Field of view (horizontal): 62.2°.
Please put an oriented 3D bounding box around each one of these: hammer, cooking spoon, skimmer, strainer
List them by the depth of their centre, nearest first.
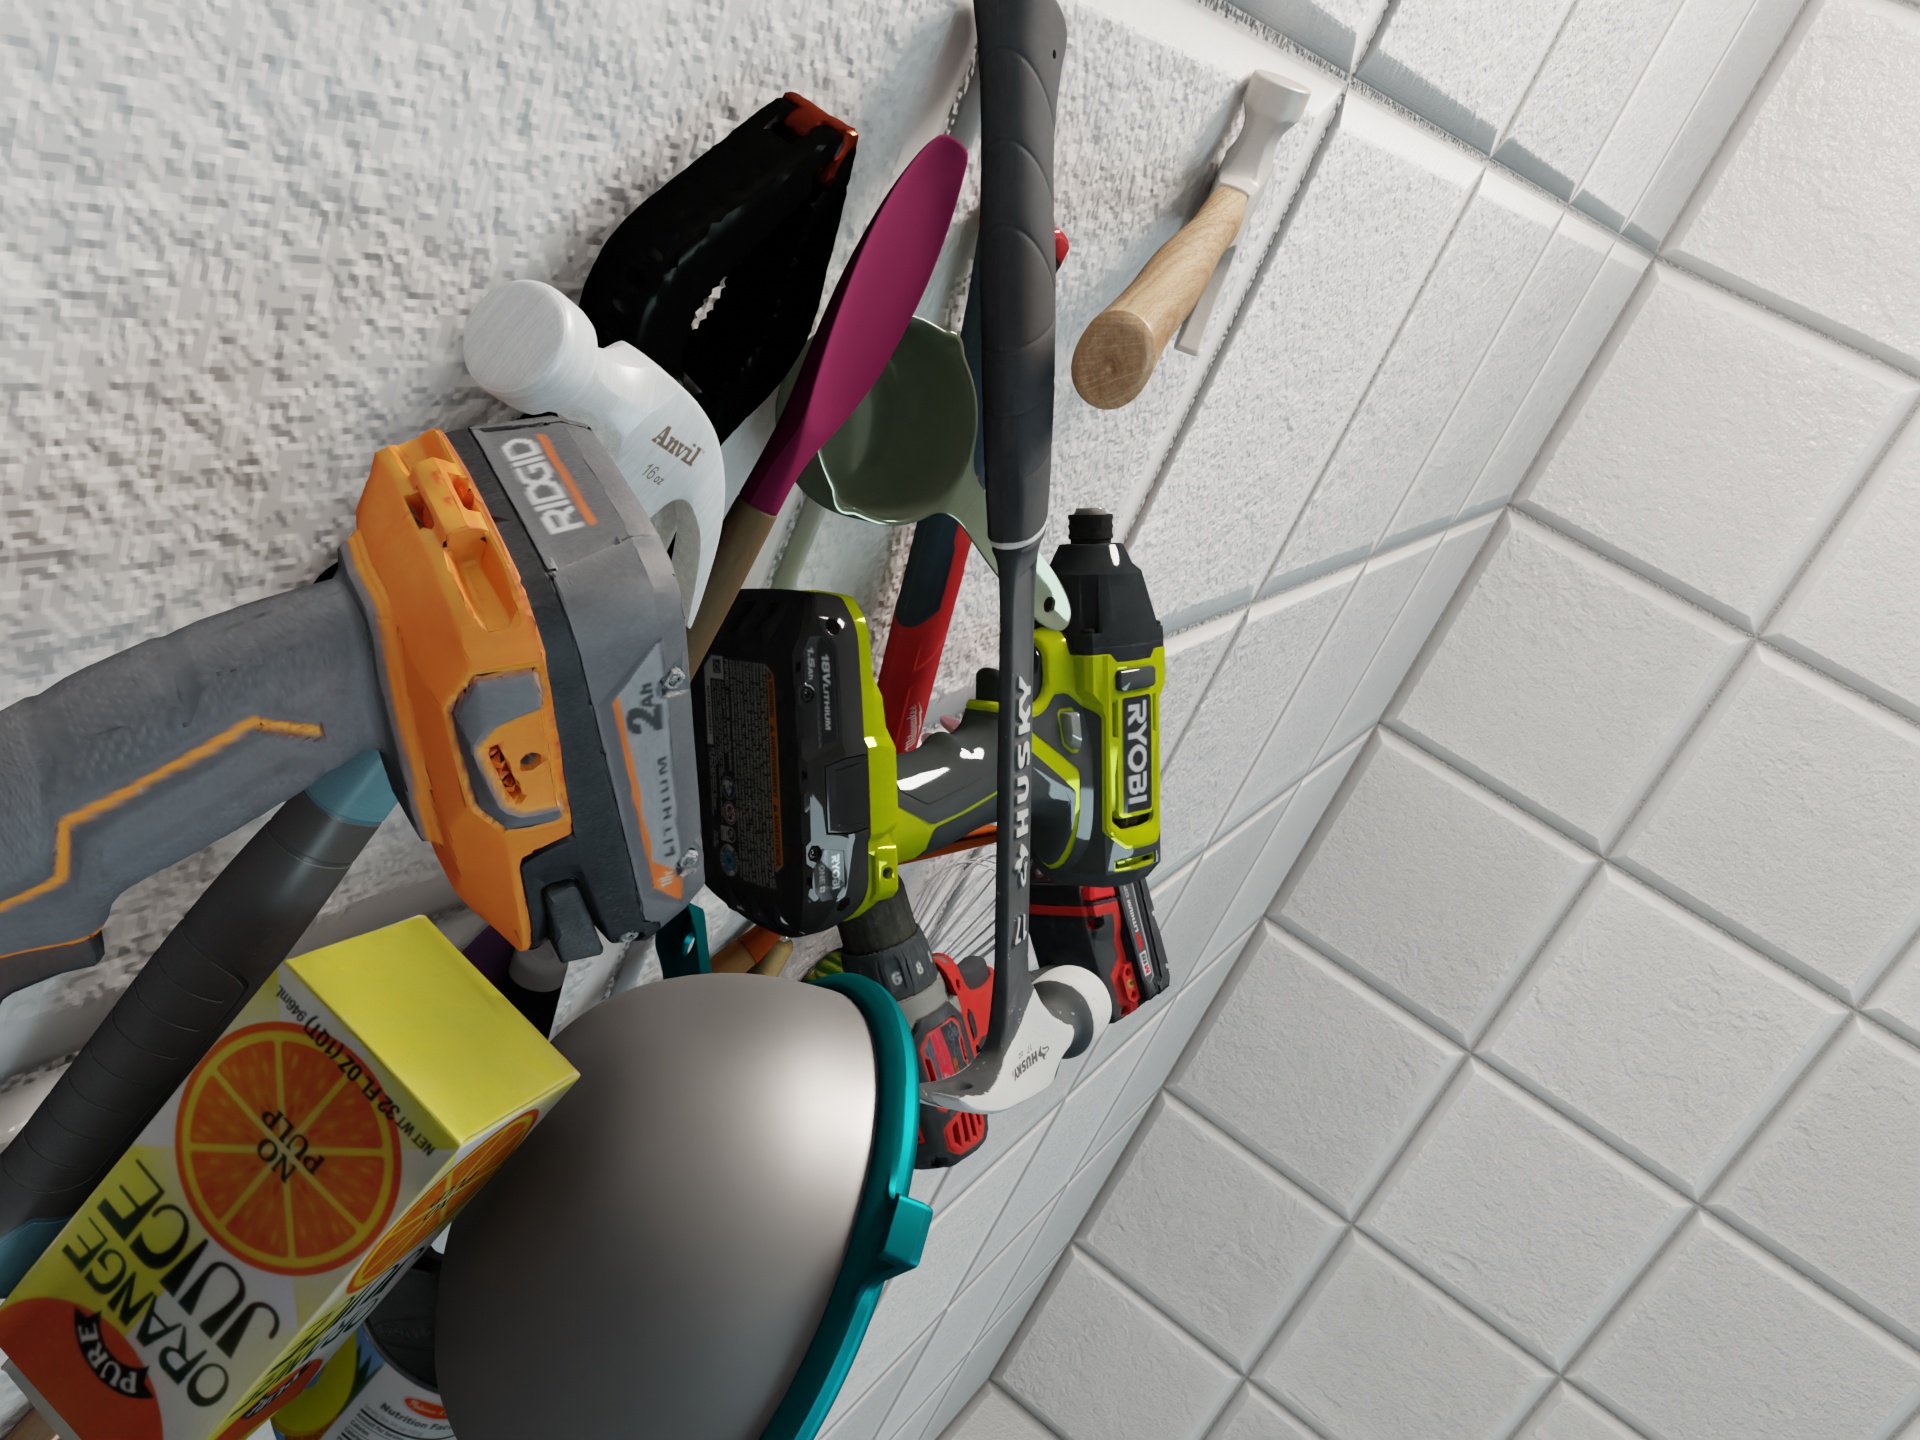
[{"bbox_3d":[-0.183,0.033,0.447,0.331,0.033,0.128,-50,161,5],"label":"hammer"},{"bbox_3d":[-0.081,-0.051,0.542,0.319,0.017,0.069,-59,170,14],"label":"cooking spoon"},{"bbox_3d":[-0.124,0.139,0.579,0.211,0.095,0.341,-54,-157,11],"label":"strainer"},{"bbox_3d":[0.018,-0.052,0.583,0.149,0.036,0.409,-20,112,-63],"label":"hammer"},{"bbox_3d":[0.096,-0.193,0.681,0.331,0.031,0.130,-58,171,-58],"label":"hammer"},{"bbox_3d":[-0.197,0.262,0.684,0.127,0.090,0.363,-26,140,-60],"label":"skimmer"},{"bbox_3d":[-0.024,-0.054,0.743,0.143,0.038,0.386,-36,153,-41],"label":"hammer"}]

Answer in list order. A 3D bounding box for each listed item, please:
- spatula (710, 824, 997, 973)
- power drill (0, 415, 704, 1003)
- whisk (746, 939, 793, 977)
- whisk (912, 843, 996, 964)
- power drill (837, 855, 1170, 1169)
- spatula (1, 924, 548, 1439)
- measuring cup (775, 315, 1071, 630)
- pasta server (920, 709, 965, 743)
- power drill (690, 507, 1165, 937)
[{"bbox_3d":[-0.114,0.130,0.742,0.322,0.041,0.081,-38,-170,-17],"label":"spatula"},{"bbox_3d":[-0.175,0.030,0.346,0.226,0.084,0.164,-18,139,-22],"label":"power drill"},{"bbox_3d":[-0.160,0.220,0.856,0.245,0.047,0.051,-60,169,-2],"label":"whisk"},{"bbox_3d":[-0.049,0.192,1.055,0.284,0.070,0.070,-49,160,-8],"label":"whisk"},{"bbox_3d":[0.019,0.139,0.967,0.226,0.080,0.188,-26,105,-43],"label":"power drill"},{"bbox_3d":[-0.260,0.183,0.584,0.316,0.018,0.059,-49,160,-24],"label":"spatula"},{"bbox_3d":[-0.010,-0.088,0.620,0.167,0.038,0.083,45,71,-41],"label":"measuring cup"},{"bbox_3d":[0.032,-0.015,0.868,0.316,0.040,0.060,-53,163,-62],"label":"pasta server"},{"bbox_3d":[-0.001,-0.002,0.681,0.223,0.080,0.171,-9,101,-41],"label":"power drill"}]
